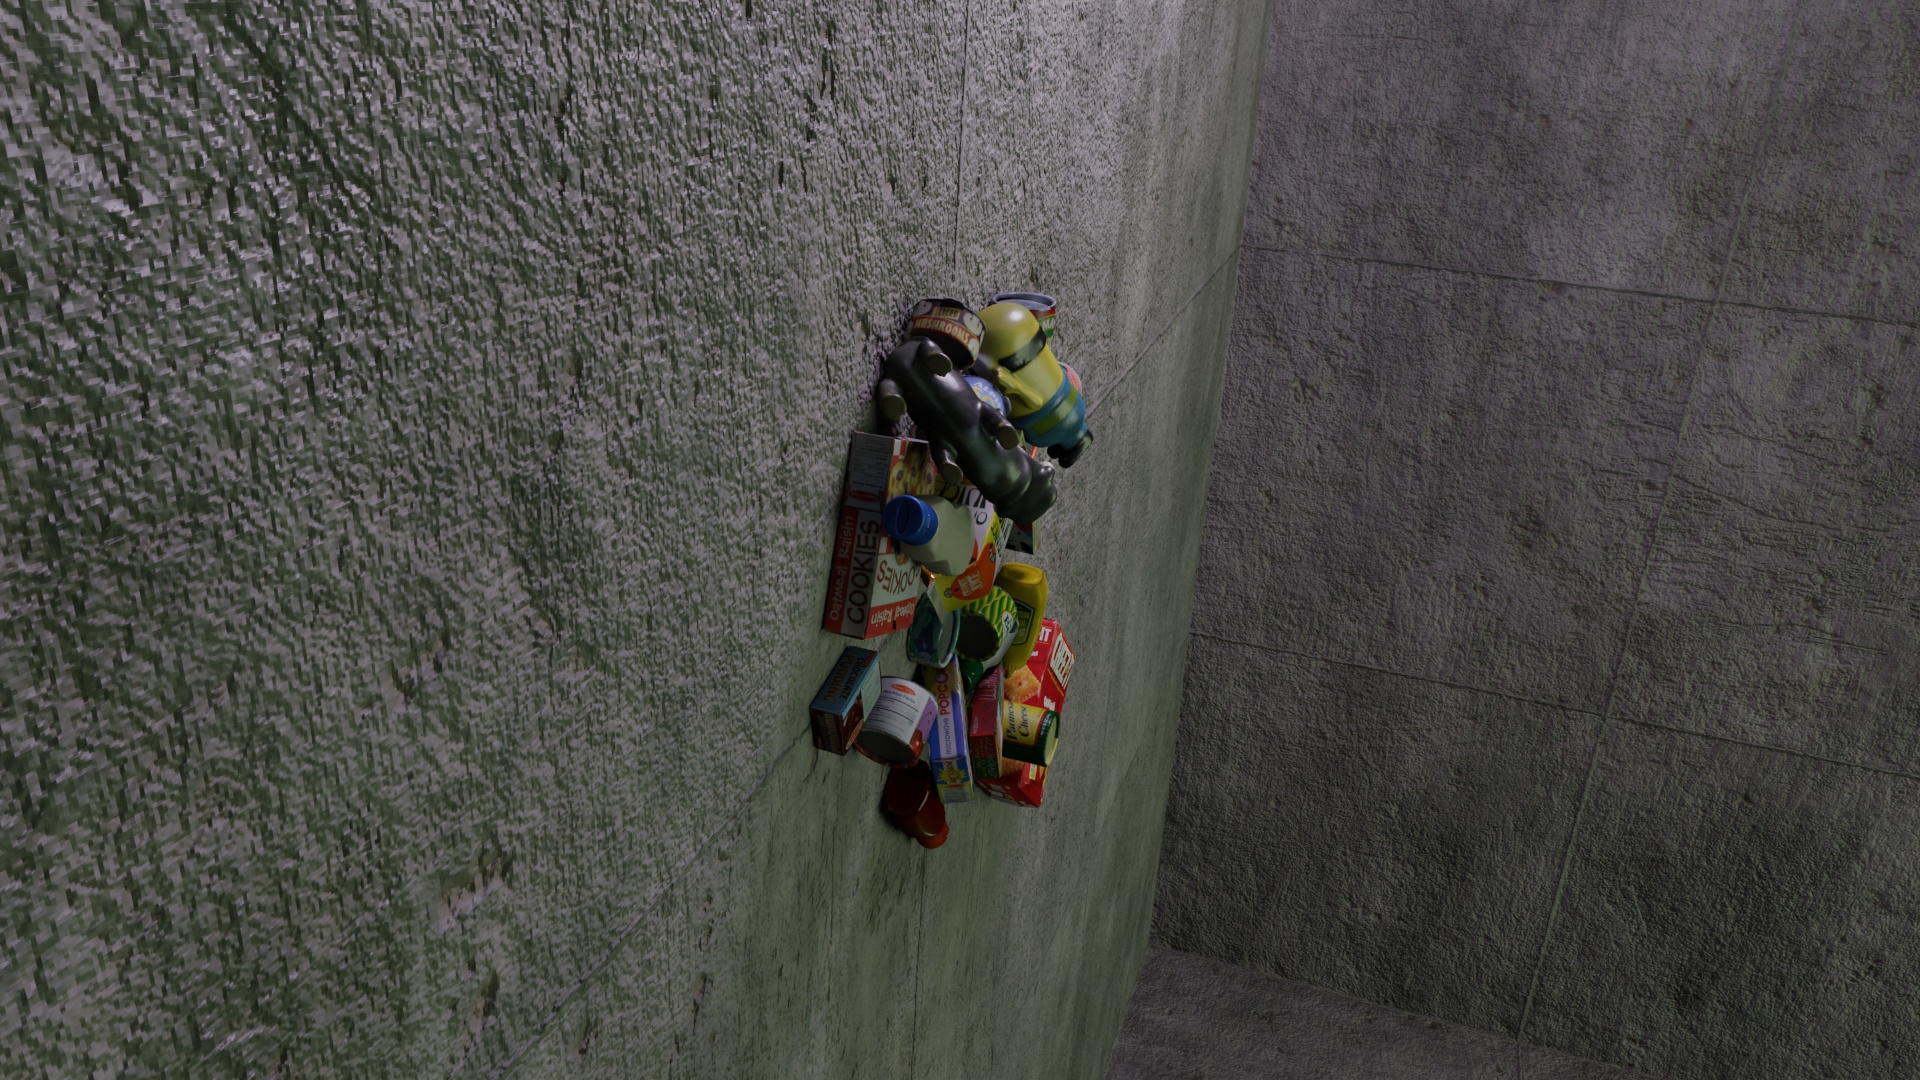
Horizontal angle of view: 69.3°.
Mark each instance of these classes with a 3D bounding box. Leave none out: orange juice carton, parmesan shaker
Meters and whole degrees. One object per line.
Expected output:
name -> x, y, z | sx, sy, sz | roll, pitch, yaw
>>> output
orange juice carton -> 0.005, -0.017, 1.343 | 0.071, 0.073, 0.193 | 72, 33, -59
parmesan shaker -> 0.059, 0.218, 1.615 | 0.071, 0.103, 0.071 | 9, 91, -74

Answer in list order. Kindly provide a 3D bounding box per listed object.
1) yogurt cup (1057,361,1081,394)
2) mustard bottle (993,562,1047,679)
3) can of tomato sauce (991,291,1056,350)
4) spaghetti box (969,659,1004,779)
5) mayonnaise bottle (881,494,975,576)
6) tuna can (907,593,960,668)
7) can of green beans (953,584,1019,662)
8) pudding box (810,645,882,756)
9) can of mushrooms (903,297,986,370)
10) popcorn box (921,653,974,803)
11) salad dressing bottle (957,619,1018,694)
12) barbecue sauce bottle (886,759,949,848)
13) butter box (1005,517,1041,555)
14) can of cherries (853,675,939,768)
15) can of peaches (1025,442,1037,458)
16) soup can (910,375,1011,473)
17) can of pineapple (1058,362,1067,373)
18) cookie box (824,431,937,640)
yogurt cup -> 0.097, -0.167, 1.577 | 0.054, 0.072, 0.072 | -28, 127, -59
mustard bottle -> 0.065, 0.104, 1.637 | 0.049, 0.065, 0.159 | -62, 160, -56
can of tomato sauce -> 0.064, -0.206, 1.426 | 0.071, 0.071, 0.082 | -49, 146, -60
spaghetti box -> 0.031, 0.184, 1.502 | 0.251, 0.029, 0.050 | -80, 165, -75
mayonnaise bottle -> -0.025, -0.009, 1.162 | 0.148, 0.041, 0.065 | 27, 72, -72
tuna can -> -0.026, 0.090, 1.378 | 0.071, 0.033, 0.071 | 10, 91, -74
can of green beans -> 0.020, 0.087, 1.469 | 0.058, 0.071, 0.071 | -54, 150, -55
pudding box -> -0.096, 0.135, 1.178 | 0.084, 0.030, 0.049 | -60, 156, -48
can of mushrooms -> -0.014, -0.177, 1.192 | 0.070, 0.071, 0.033 | 66, 39, -62
popcorn box -> -0.013, 0.188, 1.395 | 0.084, 0.038, 0.127 | 79, 3, -49
salad dressing bottle -> 0.021, 0.121, 1.535 | 0.148, 0.044, 0.064 | -49, 140, -58
barbecue sauce bottle -> -0.041, 0.277, 1.426 | 0.148, 0.044, 0.065 | 73, 25, -59
butter box -> 0.061, -0.034, 1.556 | 0.024, 0.053, 0.103 | -59, 153, -44
can of cherries -> -0.059, 0.166, 1.256 | 0.071, 0.071, 0.059 | 80, 26, -50
can of peaches -> 0.048, -0.111, 1.454 | 0.071, 0.058, 0.071 | 9, 91, -74
soup can -> 0.001, -0.107, 1.277 | 0.084, 0.071, 0.071 | -54, 150, -55
can of pineapple -> 0.076, -0.165, 1.507 | 0.071, 0.071, 0.058 | 39, 63, -71
cookie box -> -0.064, -0.005, 1.179 | 0.123, 0.040, 0.167 | -5, 105, -73
